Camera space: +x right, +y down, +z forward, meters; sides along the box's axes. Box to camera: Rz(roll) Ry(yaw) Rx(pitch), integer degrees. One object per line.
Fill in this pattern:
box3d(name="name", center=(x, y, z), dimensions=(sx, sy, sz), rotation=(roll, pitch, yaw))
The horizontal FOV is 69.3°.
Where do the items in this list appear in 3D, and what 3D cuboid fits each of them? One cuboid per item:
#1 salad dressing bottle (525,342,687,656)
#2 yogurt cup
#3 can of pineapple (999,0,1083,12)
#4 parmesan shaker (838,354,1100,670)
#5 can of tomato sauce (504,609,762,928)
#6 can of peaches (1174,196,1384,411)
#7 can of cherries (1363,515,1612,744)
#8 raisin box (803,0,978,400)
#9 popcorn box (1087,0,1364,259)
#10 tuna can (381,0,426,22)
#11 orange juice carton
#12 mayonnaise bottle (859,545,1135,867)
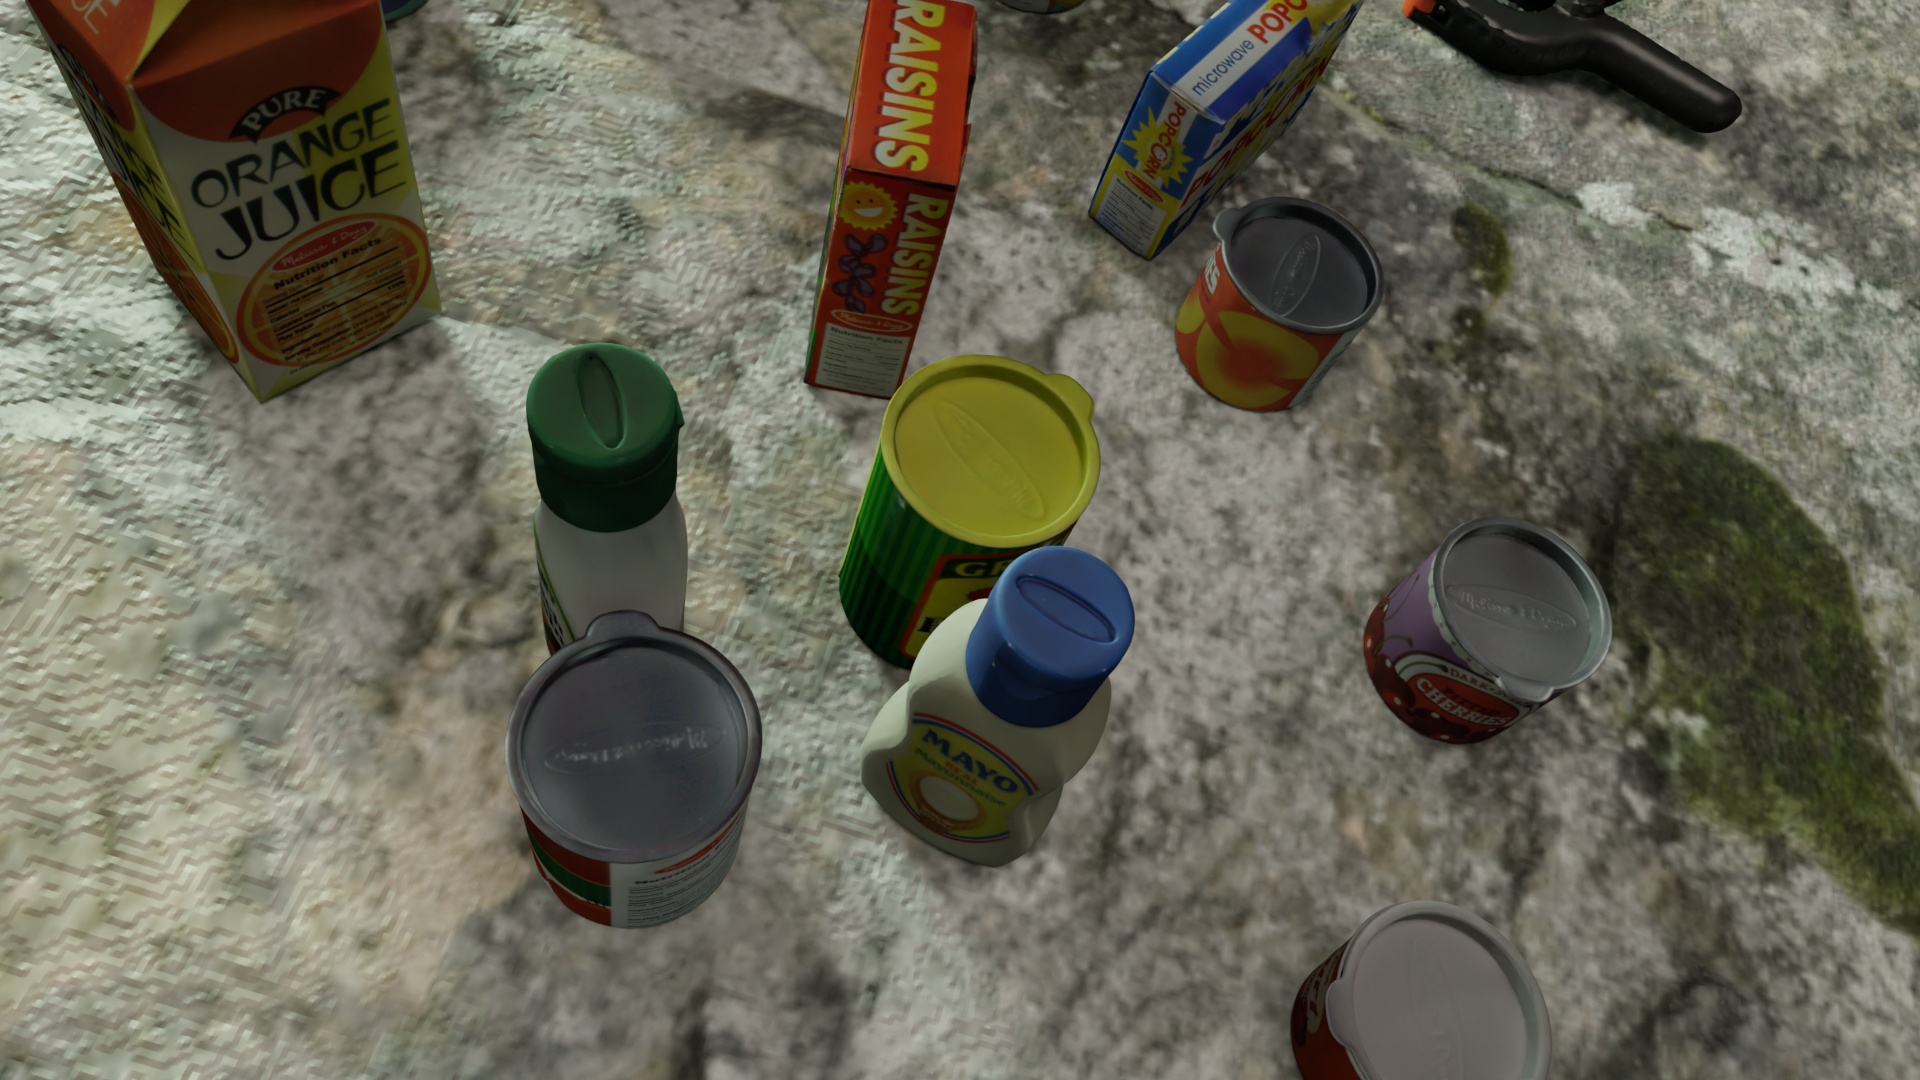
box3d(name="salad dressing bottle", center=(-0.102, -0.002, 0.403), dimensions=(0.044, 0.147, 0.064), rotation=(-12, 66, -18))
box3d(name="yogurt cup", center=(0.138, 0.151, 0.430), dimensions=(0.072, 0.053, 0.073), rotation=(5, 61, -10))
box3d(name="can of pineapple", center=(0.039, -0.289, 0.641), dimensions=(0.071, 0.057, 0.071), rotation=(5, 61, -10))
box3d(name="parmesan shaker", center=(0.002, -0.006, 0.454), dimensions=(0.071, 0.102, 0.071), rotation=(5, 62, -10))
box3d(name="can of tomato sauce", center=(-0.095, 0.069, 0.403), dimensions=(0.071, 0.082, 0.071), rotation=(5, 61, -10))
box3d(name="can of peaches", center=(0.124, -0.095, 0.556), dimensions=(0.071, 0.057, 0.071), rotation=(5, 61, -10))
box3d(name="can of cherries", center=(0.187, 0.035, 0.500), dimensions=(0.071, 0.058, 0.072), rotation=(5, 61, -10))
box3d(name="raisin box", center=(-0.026, -0.120, 0.497), dimensions=(0.040, 0.122, 0.086), rotation=(10, 61, -8))
box3d(name="popcorn box", center=(0.113, -0.187, 0.588), dimensions=(0.038, 0.084, 0.127), rotation=(39, 61, 9))
box3d(name="tuna can", center=(-0.247, -0.247, 0.567), dimensions=(0.071, 0.032, 0.071), rotation=(5, 61, -10))
box3d(name="orange juice carton", center=(-0.219, -0.133, 0.420), dimensions=(0.073, 0.191, 0.072), rotation=(-36, 75, -26))
box3d(name="mayonnaise bottle", center=(0.011, 0.050, 0.400), dimensions=(0.065, 0.147, 0.041), rotation=(31, 60, 5))
